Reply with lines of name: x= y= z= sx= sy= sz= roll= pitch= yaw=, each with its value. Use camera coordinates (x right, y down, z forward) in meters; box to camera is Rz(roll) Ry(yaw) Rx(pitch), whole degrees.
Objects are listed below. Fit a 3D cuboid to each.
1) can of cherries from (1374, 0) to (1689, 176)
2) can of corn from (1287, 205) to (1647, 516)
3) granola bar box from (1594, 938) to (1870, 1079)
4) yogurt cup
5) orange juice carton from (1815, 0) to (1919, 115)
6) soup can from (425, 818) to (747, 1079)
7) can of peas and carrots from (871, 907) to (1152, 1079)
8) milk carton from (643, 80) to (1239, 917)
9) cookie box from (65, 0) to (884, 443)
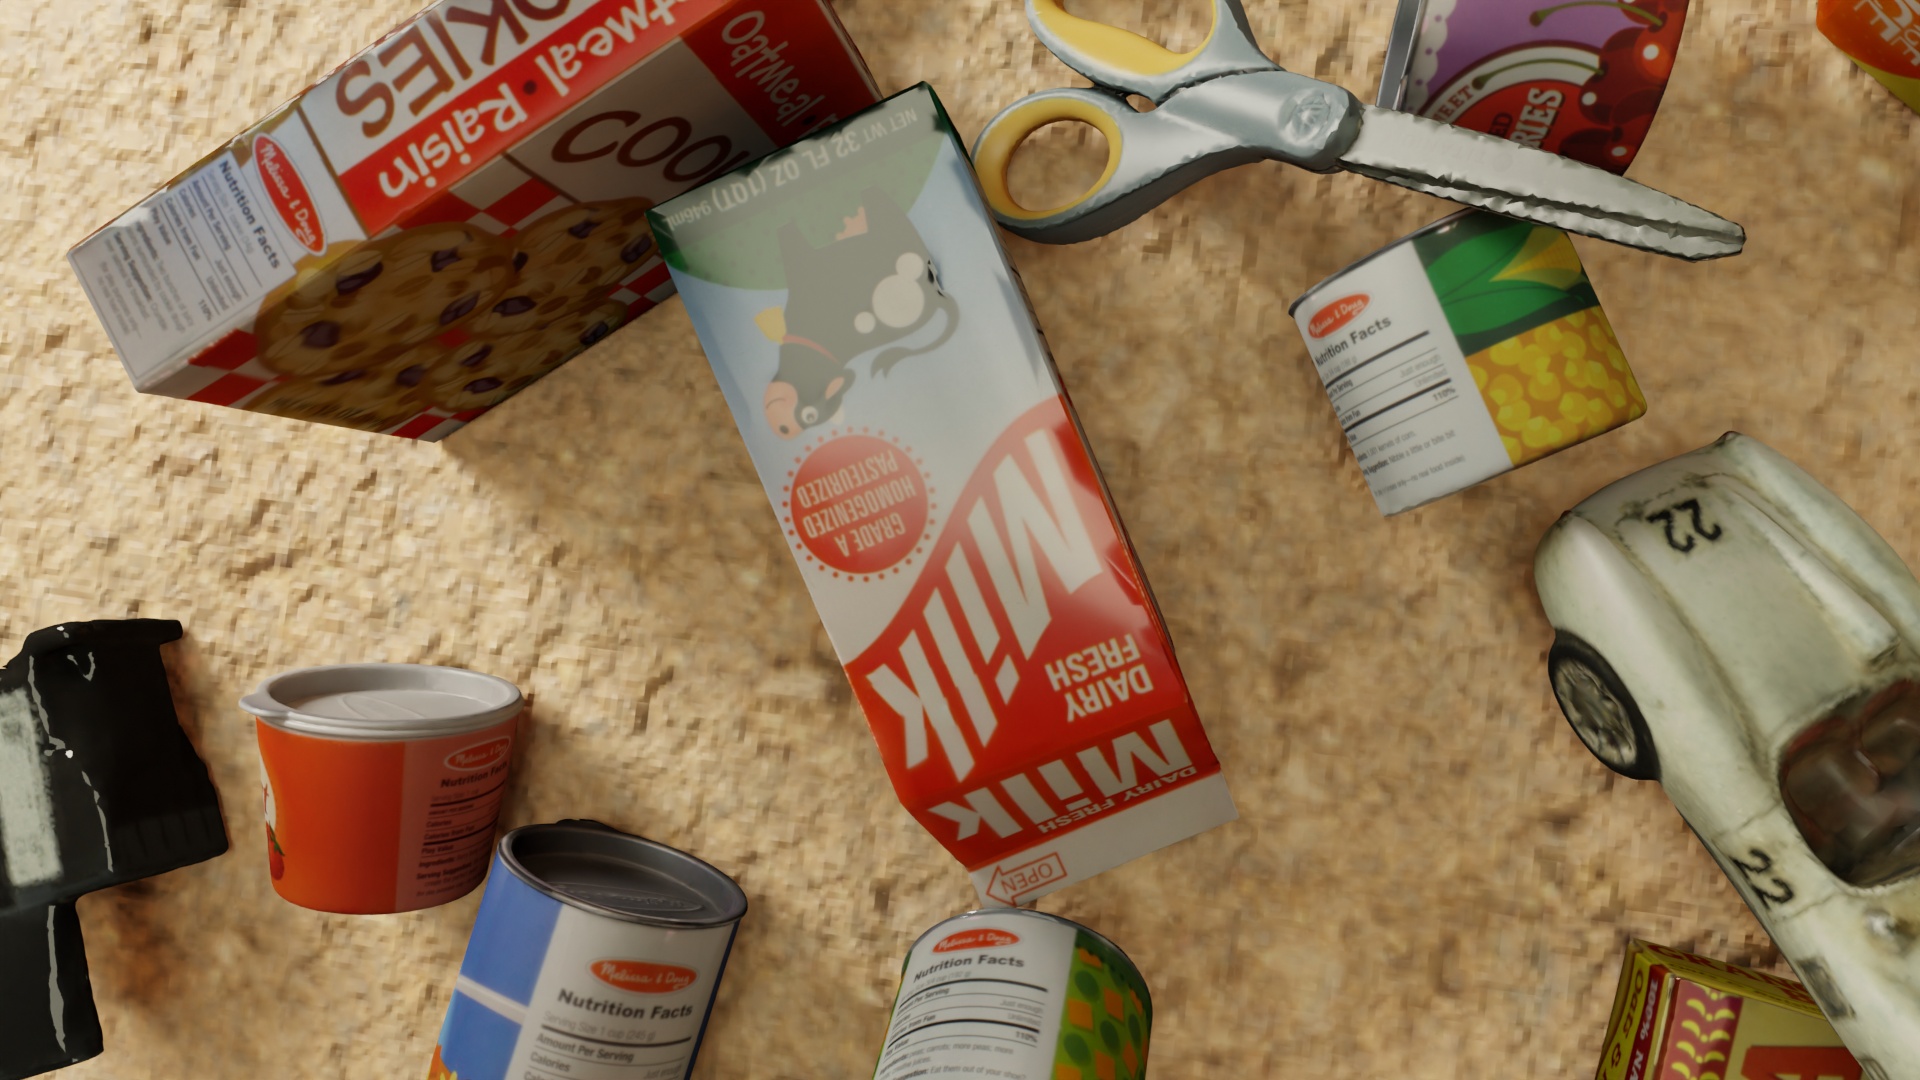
can of cherries: x=0.137 y=-0.121 z=0.340 sx=0.058 sy=0.071 sz=0.071 roll=12 pitch=89 yaw=8
can of corn: x=0.125 y=-0.045 z=0.339 sx=0.071 sy=0.071 sz=0.058 roll=-23 pitch=85 yaw=7
granola bar box: x=0.206 y=0.195 z=0.328 sx=0.124 sy=0.039 sz=0.165 roll=14 pitch=89 yaw=9
yogurt cup: x=-0.155 y=0.066 z=0.377 sx=0.072 sy=0.072 sz=0.054 roll=7 pitch=97 yaw=9
orange juice carton: x=0.257 y=-0.183 z=0.323 sx=0.073 sy=0.072 sz=0.192 roll=8 pitch=88 yaw=10
soup can: x=-0.101 y=0.125 z=0.366 sx=0.071 sy=0.071 sz=0.083 roll=18 pitch=91 yaw=9
can of peas and carrots: x=0.013 y=0.136 z=0.338 sx=0.071 sy=0.059 sz=0.070 roll=6 pitch=122 yaw=10
milk carton: x=0.001 y=-0.004 z=0.343 sx=0.072 sy=0.073 sz=0.190 roll=-23 pitch=94 yaw=7
cookie box: x=-0.103 y=-0.088 z=0.346 sx=0.167 sy=0.123 sz=0.040 roll=-31 pitch=84 yaw=6
